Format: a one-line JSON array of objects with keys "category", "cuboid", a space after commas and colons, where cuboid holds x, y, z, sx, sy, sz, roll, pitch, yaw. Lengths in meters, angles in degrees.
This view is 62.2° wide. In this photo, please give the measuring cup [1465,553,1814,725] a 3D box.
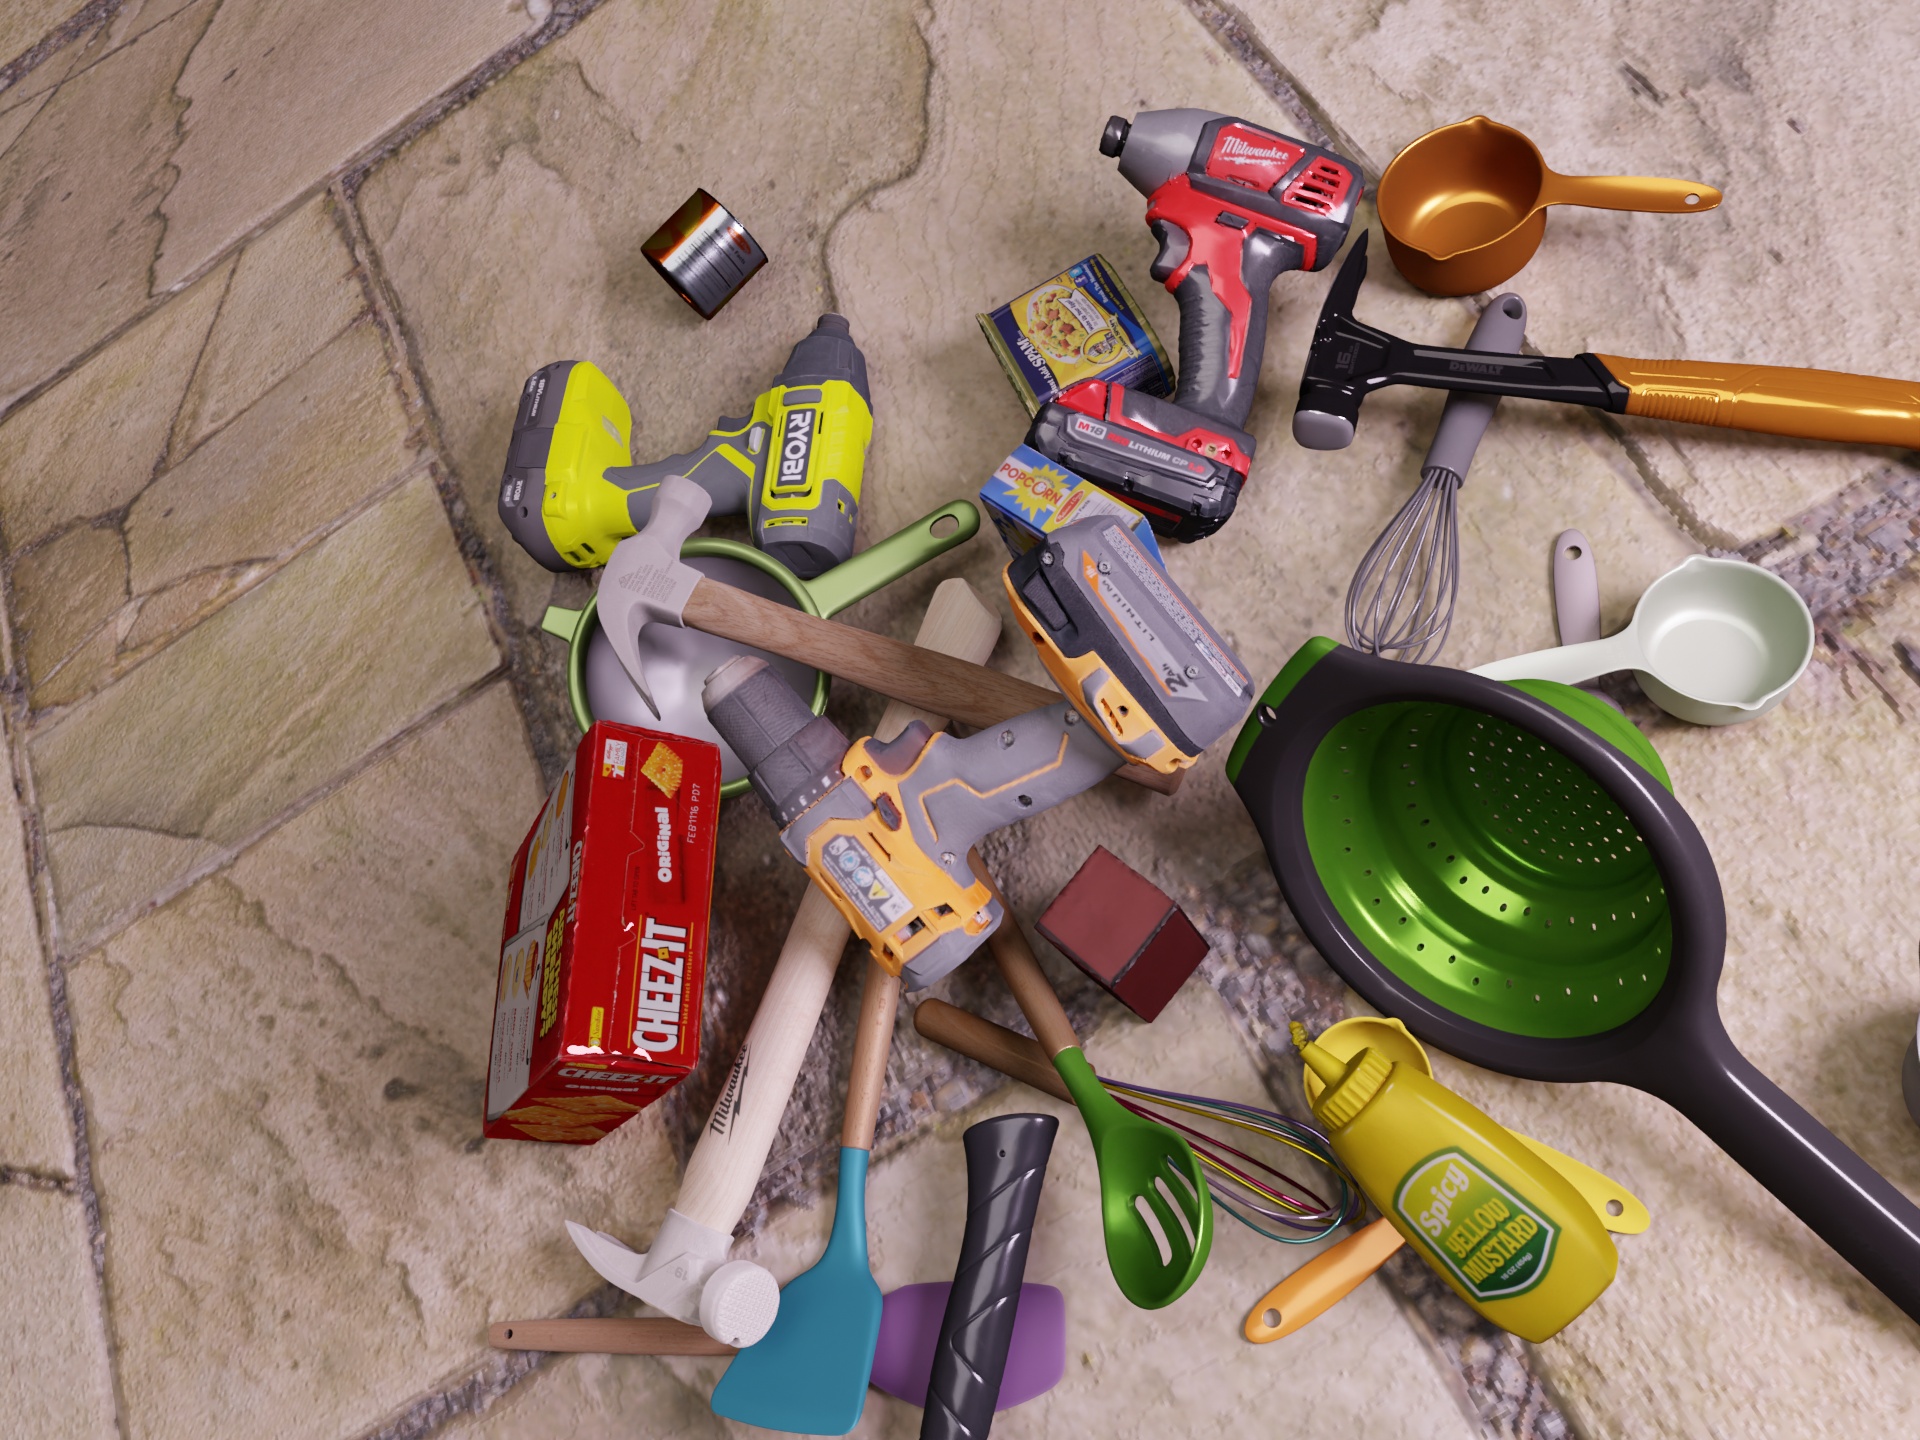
[{"category": "measuring cup", "cuboid": [0.309, -0.024, 0.749, 0.167, 0.038, 0.083, -13, 62, 10]}]

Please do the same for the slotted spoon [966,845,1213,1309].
[{"category": "slotted spoon", "cuboid": [0.042, 0.141, 0.765, 0.070, 0.031, 0.314, -59, 38, 25]}]

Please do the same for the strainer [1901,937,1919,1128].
[{"category": "strainer", "cuboid": [0.431, 0.204, 0.605, 0.087, 0.050, 0.259, -9, 61, -31]}]

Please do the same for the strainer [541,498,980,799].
[{"category": "strainer", "cuboid": [-0.100, -0.052, 0.925, 0.256, 0.069, 0.151, -30, 82, -4]}]

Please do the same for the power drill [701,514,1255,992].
[{"category": "power drill", "cuboid": [-0.001, -0.002, 0.748, 0.226, 0.084, 0.185, -40, 89, 21]}]

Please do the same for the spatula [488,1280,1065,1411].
[{"category": "spatula", "cuboid": [-0.100, 0.309, 0.792, 0.316, 0.018, 0.060, -6, 65, 19]}]

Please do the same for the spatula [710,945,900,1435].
[{"category": "spatula", "cuboid": [-0.053, 0.190, 0.810, 0.082, 0.044, 0.318, -4, 64, 29]}]

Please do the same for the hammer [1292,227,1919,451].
[{"category": "hammer", "cuboid": [0.343, -0.170, 0.785, 0.337, 0.034, 0.127, 12, 66, 18]}]

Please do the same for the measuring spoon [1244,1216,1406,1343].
[{"category": "measuring spoon", "cuboid": [0.174, 0.242, 0.711, 0.117, 0.011, 0.021, -38, 59, 3]}]

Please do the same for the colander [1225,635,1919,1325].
[{"category": "colander", "cuboid": [0.298, 0.103, 0.674, 0.397, 0.204, 0.094, 44, 53, 16]}]

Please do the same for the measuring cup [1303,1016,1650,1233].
[{"category": "measuring cup", "cuboid": [0.229, 0.185, 0.712, 0.156, 0.029, 0.062, 26, 87, 17]}]

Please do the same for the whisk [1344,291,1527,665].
[{"category": "whisk", "cuboid": [0.253, -0.126, 0.824, 0.055, 0.055, 0.239, 15, 70, 27]}]

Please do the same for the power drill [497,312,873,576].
[{"category": "power drill", "cuboid": [-0.166, -0.172, 1.003, 0.223, 0.080, 0.171, -2, 67, 18]}]

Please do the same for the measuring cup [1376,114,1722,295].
[{"category": "measuring cup", "cuboid": [0.315, -0.270, 0.858, 0.174, 0.052, 0.095, 11, 72, 24]}]

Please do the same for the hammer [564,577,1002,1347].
[{"category": "hammer", "cuboid": [-0.079, 0.107, 0.848, 0.146, 0.038, 0.411, 3, 64, 46]}]

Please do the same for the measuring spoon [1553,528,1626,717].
[{"category": "measuring spoon", "cuboid": [0.304, -0.042, 0.779, 0.034, 0.018, 0.124, -5, 65, 21]}]

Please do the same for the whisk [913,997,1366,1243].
[{"category": "whisk", "cuboid": [0.078, 0.187, 0.762, 0.245, 0.047, 0.051, 17, 76, 32]}]

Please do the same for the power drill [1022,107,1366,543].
[{"category": "power drill", "cuboid": [0.116, -0.219, 0.852, 0.143, 0.078, 0.220, 21, 85, 1]}]

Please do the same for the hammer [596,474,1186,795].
[{"category": "hammer", "cuboid": [-0.040, -0.027, 0.839, 0.331, 0.031, 0.130, 19, 68, 12]}]

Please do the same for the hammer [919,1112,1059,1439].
[{"category": "hammer", "cuboid": [-0.012, 0.378, 0.705, 0.149, 0.036, 0.409, 7, 73, 23]}]
